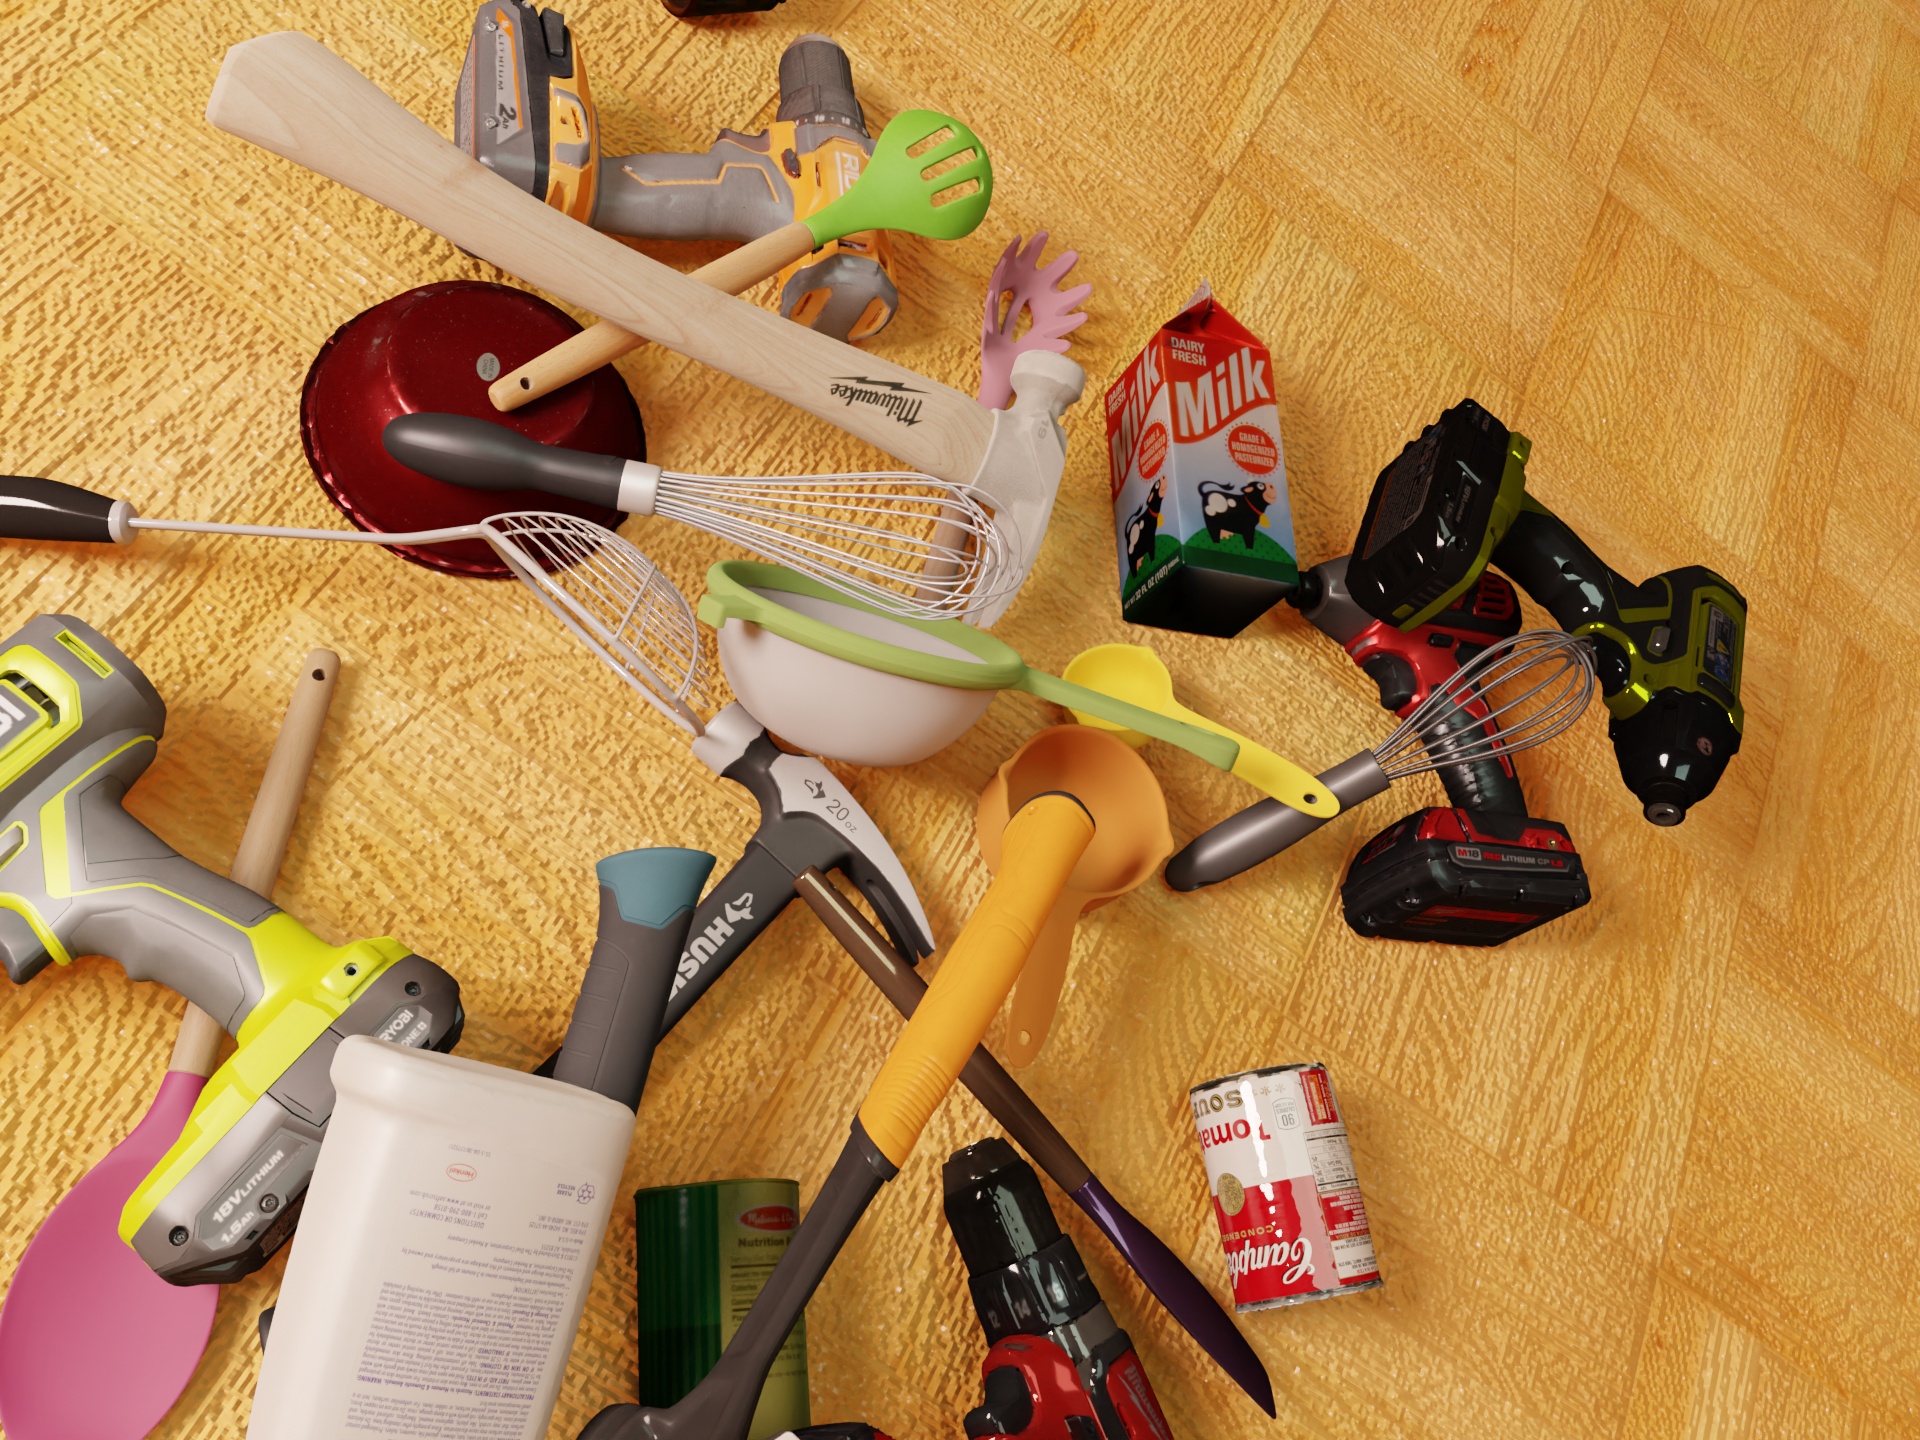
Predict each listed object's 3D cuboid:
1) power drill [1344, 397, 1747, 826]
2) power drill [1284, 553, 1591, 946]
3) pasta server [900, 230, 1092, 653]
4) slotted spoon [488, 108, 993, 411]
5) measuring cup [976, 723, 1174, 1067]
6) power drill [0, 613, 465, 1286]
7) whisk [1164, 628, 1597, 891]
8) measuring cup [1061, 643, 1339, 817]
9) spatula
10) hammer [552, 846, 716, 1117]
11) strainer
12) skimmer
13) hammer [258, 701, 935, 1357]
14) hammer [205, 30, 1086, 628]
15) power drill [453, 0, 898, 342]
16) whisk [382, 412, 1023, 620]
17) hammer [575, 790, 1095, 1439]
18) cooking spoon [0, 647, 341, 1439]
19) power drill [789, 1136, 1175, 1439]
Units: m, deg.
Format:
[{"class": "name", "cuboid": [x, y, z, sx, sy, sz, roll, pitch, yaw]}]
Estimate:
[{"class": "power drill", "cuboid": [0.325, -0.056, 0.858, 0.223, 0.080, 0.171, 34, 52, -9]}, {"class": "power drill", "cuboid": [0.255, 0.006, 0.876, 0.143, 0.078, 0.220, 8, 62, -22]}, {"class": "pasta server", "cuboid": [0.009, -0.134, 0.851, 0.060, 0.040, 0.316, 29, 60, -23]}, {"class": "slotted spoon", "cuboid": [-0.094, -0.225, 0.778, 0.314, 0.031, 0.070, -37, 105, -27]}, {"class": "measuring cup", "cuboid": [0.040, 0.087, 0.759, 0.095, 0.052, 0.174, 24, 62, -12]}, {"class": "power drill", "cuboid": [-0.315, 0.093, 0.564, 0.228, 0.080, 0.191, 39, 60, 0]}, {"class": "whisk", "cuboid": [0.207, 0.024, 0.792, 0.239, 0.055, 0.055, -30, 79, 11]}, {"class": "measuring cup", "cuboid": [0.120, 0.014, 0.804, 0.157, 0.029, 0.062, 31, 61, 22]}, {"class": "spatula", "cuboid": [0.035, 0.183, 0.700, 0.018, 0.060, 0.316, -41, 96, 10]}, {"class": "hammer", "cuboid": [-0.154, 0.203, 0.577, 0.128, 0.033, 0.331, 16, 76, -6]}, {"class": "strainer", "cuboid": [-0.001, -0.002, 0.732, 0.256, 0.151, 0.069, 19, 101, -4]}, {"class": "skimmer", "cuboid": [-0.285, -0.049, 0.662, 0.363, 0.127, 0.090, 4, 86, -10]}, {"class": "hammer", "cuboid": [-0.147, 0.145, 0.659, 0.146, 0.035, 0.335, 43, 58, 0]}, {"class": "hammer", "cuboid": [-0.128, -0.176, 0.722, 0.410, 0.038, 0.146, 22, 79, -26]}, {"class": "power drill", "cuboid": [-0.144, -0.304, 0.837, 0.226, 0.084, 0.185, 5, 66, -27]}, {"class": "whisk", "cuboid": [-0.109, -0.096, 0.703, 0.284, 0.070, 0.070, 11, 63, -8]}, {"class": "hammer", "cuboid": [-0.017, 0.141, 0.604, 0.034, 0.127, 0.337, 50, 45, -16]}, {"class": "cooking spoon", "cuboid": [-0.292, 0.113, 0.619, 0.068, 0.017, 0.319, 15, 63, -16]}, {"class": "power drill", "cuboid": [-0.001, 0.270, 0.602, 0.226, 0.080, 0.188, -3, 66, -58]}]
